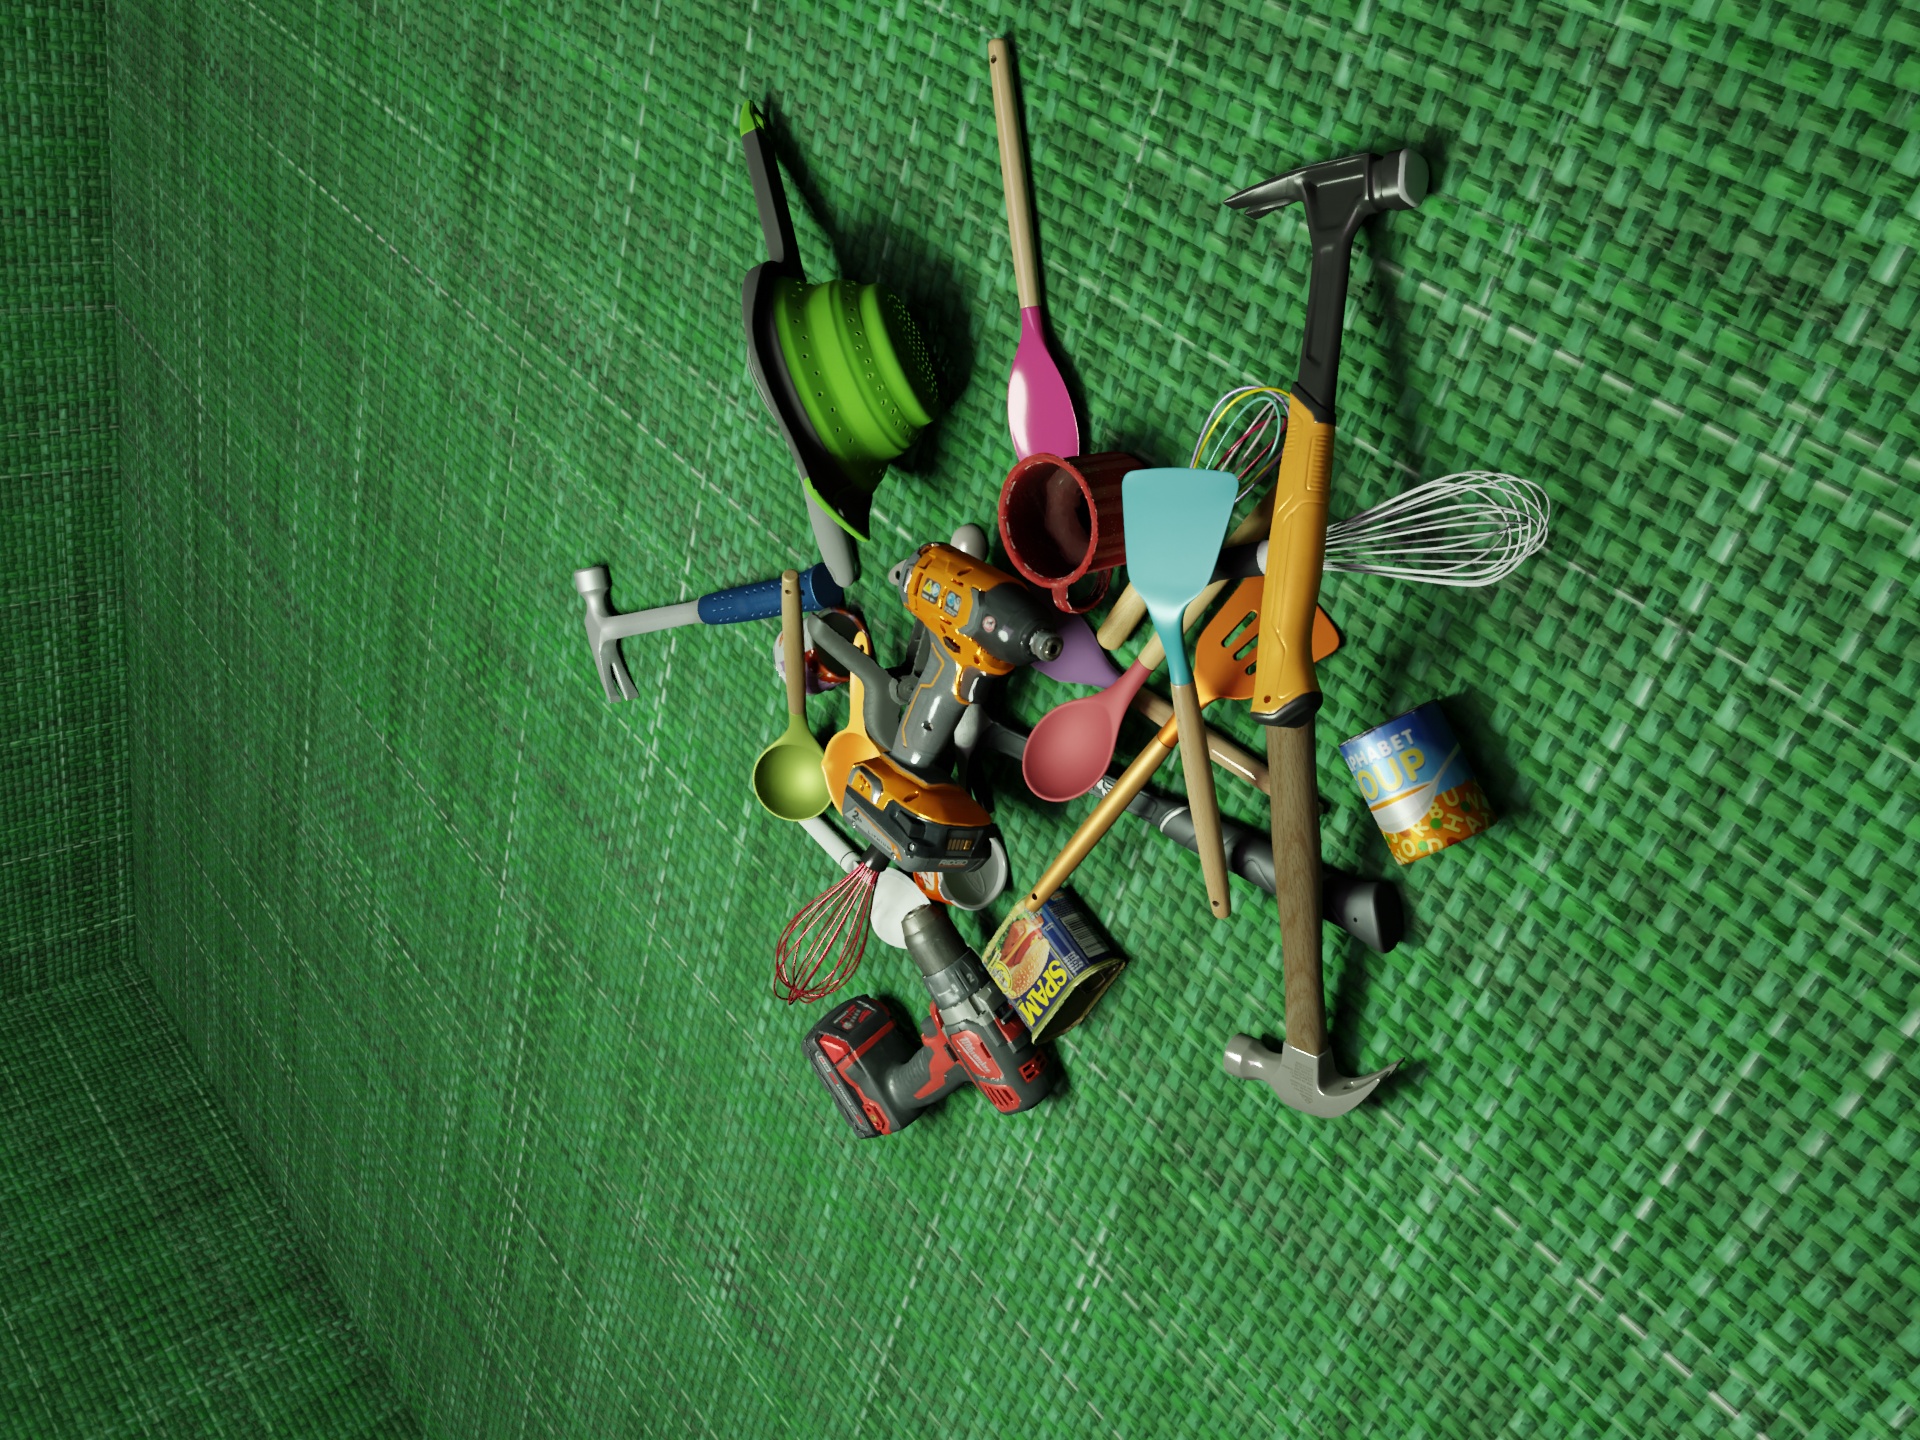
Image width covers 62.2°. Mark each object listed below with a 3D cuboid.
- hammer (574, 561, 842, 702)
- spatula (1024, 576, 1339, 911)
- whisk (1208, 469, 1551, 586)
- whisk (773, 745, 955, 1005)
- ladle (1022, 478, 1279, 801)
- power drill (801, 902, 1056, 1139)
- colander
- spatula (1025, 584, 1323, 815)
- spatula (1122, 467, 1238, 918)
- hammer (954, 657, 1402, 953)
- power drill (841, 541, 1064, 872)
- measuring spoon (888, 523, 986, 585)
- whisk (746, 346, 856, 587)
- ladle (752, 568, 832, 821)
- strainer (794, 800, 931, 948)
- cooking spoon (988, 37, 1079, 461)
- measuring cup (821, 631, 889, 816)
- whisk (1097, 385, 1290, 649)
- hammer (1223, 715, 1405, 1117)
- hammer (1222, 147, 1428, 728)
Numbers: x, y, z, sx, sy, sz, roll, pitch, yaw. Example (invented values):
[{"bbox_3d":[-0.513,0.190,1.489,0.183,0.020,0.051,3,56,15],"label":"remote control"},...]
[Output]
[{"bbox_3d":[-0.250,-0.099,1.530,0.405,0.035,0.144,-4,99,48],"label":"hammer"},{"bbox_3d":[0.137,0.030,1.115,0.081,0.041,0.322,53,127,24],"label":"spatula"},{"bbox_3d":[0.223,-0.106,0.980,0.285,0.070,0.070,-4,99,43],"label":"whisk"},{"bbox_3d":[-0.082,0.134,1.342,0.073,0.073,0.295,47,120,27],"label":"whisk"},{"bbox_3d":[0.142,-0.059,1.094,0.315,0.031,0.069,-53,57,31],"label":"ladle"},{"bbox_3d":[-0.039,0.261,1.365,0.226,0.080,0.188,-28,95,45],"label":"power drill"},{"bbox_3d":[-0.096,-0.340,1.242,0.094,0.204,0.397,-20,68,15],"label":"colander"},{"bbox_3d":[0.135,-0.016,1.152,0.316,0.018,0.059,37,114,35],"label":"spatula"},{"bbox_3d":[0.157,-0.008,1.046,0.082,0.044,0.317,7,122,36],"label":"spatula"},{"bbox_3d":[0.140,0.070,1.162,0.409,0.036,0.149,26,122,40],"label":"hammer"},{"bbox_3d":[-0.002,-0.004,1.182,0.164,0.084,0.226,33,112,49],"label":"power drill"},{"bbox_3d":[-0.025,-0.129,1.289,0.124,0.018,0.034,-17,90,49],"label":"measuring spoon"},{"bbox_3d":[-0.130,-0.229,1.354,0.055,0.055,0.239,-10,99,48],"label":"whisk"},{"bbox_3d":[-0.142,-0.015,1.342,0.078,0.062,0.320,13,147,5],"label":"ladle"},{"bbox_3d":[-0.096,0.135,1.437,0.259,0.050,0.086,42,144,35],"label":"strainer"},{"bbox_3d":[0.048,-0.325,1.148,0.069,0.017,0.319,3,105,48],"label":"cooking spoon"},{"bbox_3d":[-0.069,0.005,1.357,0.095,0.052,0.173,19,114,43],"label":"measuring cup"},{"bbox_3d":[0.157,-0.129,1.077,0.051,0.047,0.244,63,142,28],"label":"whisk"},{"bbox_3d":[0.223,0.119,1.036,0.130,0.031,0.331,17,125,43],"label":"hammer"},{"bbox_3d":[0.201,-0.164,0.948,0.127,0.034,0.337,4,87,47],"label":"hammer"}]
